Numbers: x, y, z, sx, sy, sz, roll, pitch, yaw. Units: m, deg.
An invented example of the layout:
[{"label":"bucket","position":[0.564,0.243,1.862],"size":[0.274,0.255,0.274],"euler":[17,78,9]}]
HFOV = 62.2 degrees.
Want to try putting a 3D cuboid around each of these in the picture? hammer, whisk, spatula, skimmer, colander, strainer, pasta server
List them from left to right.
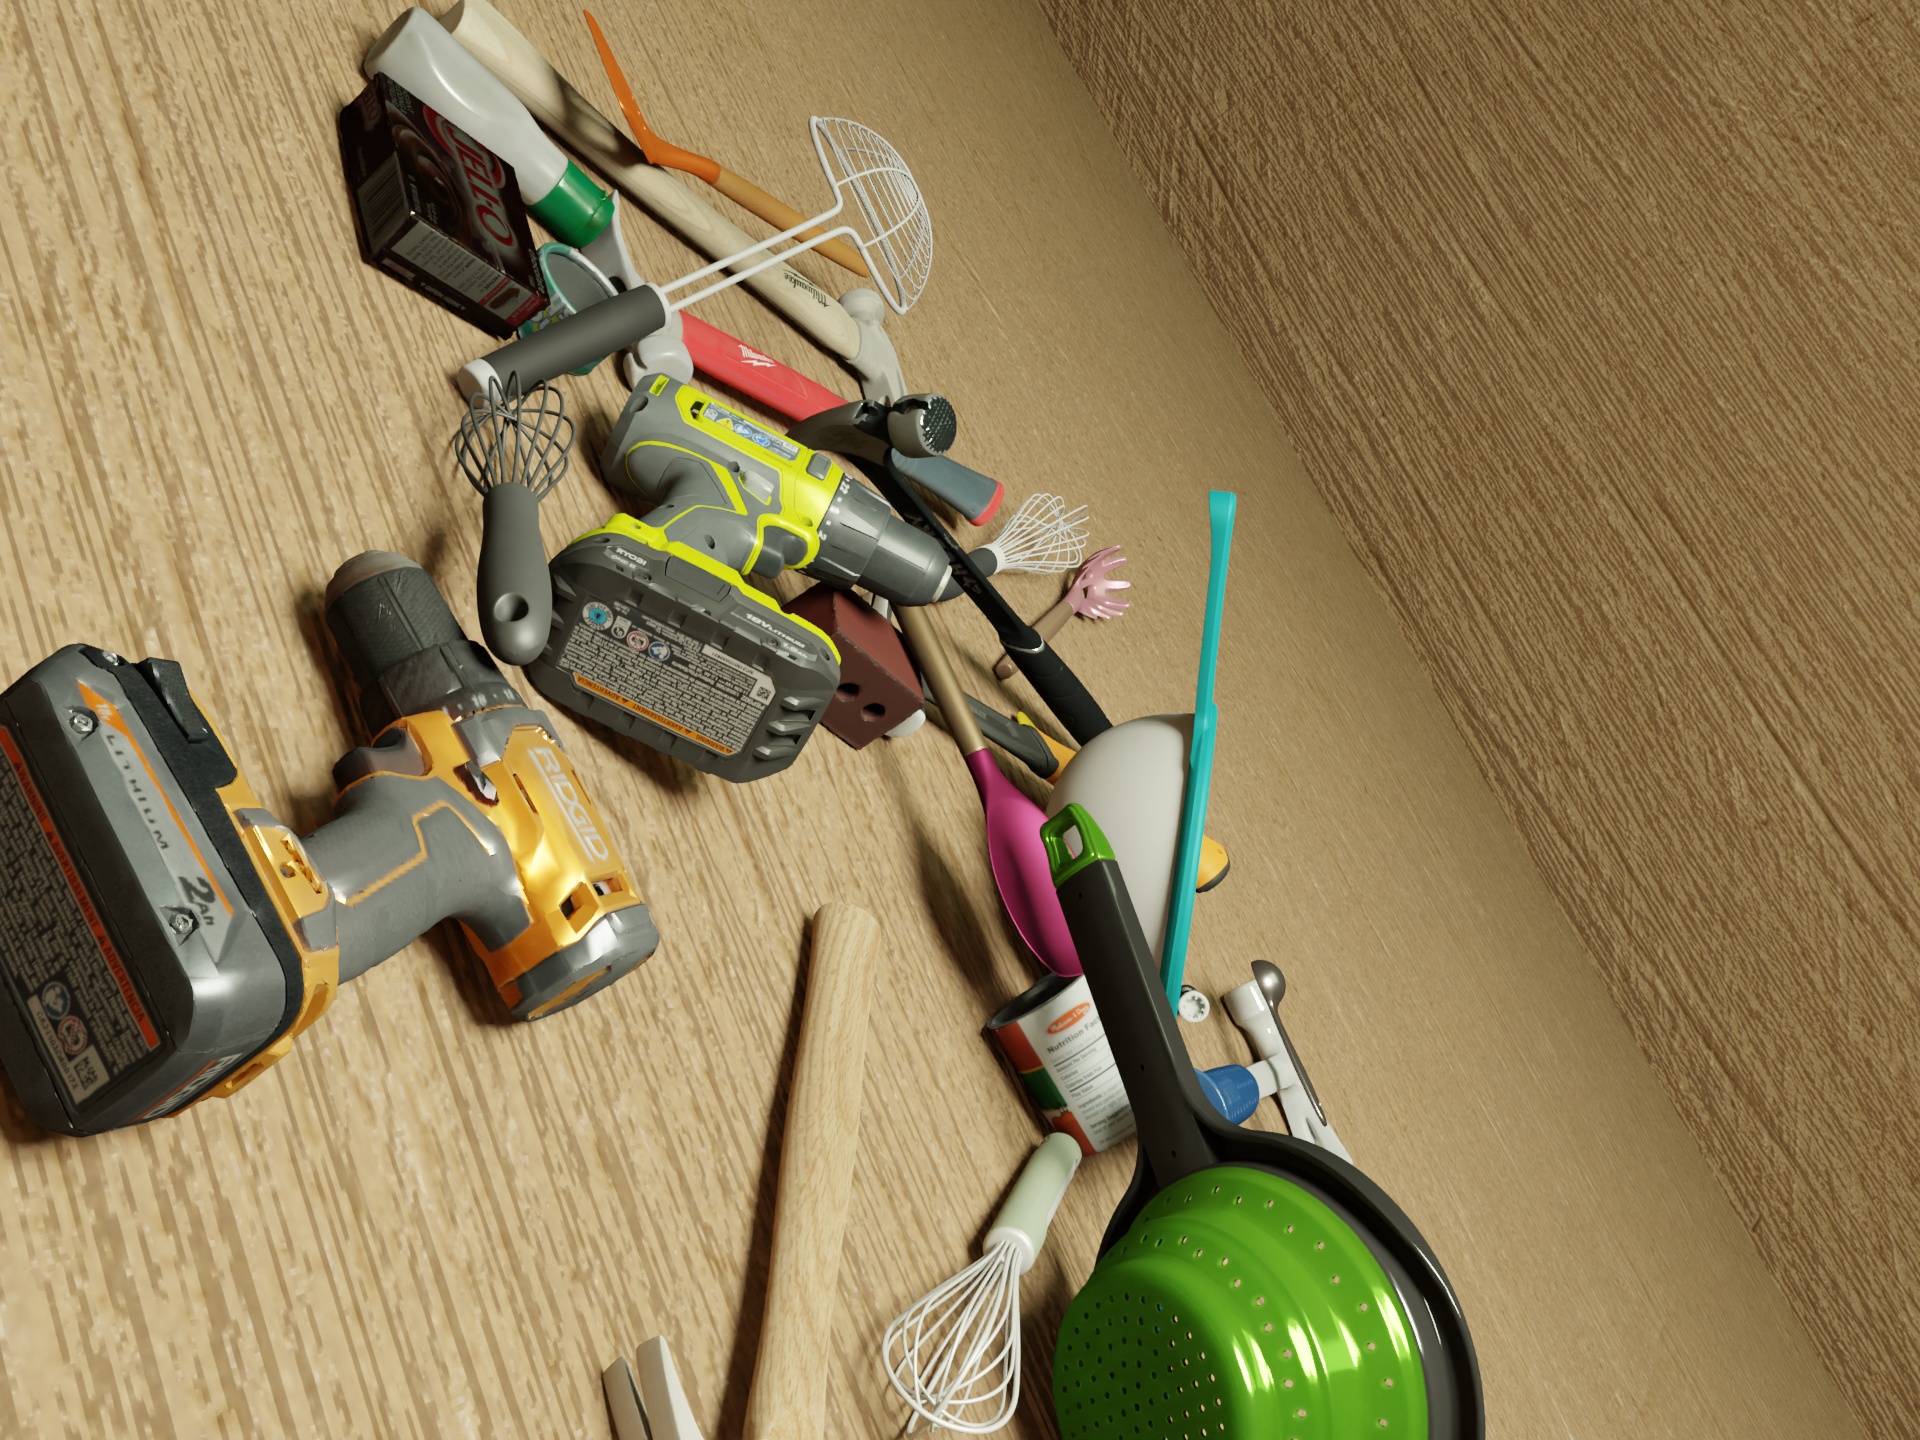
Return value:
[{"label":"whisk","position":[-0.186,-0.089,0.670],"size":[0.055,0.055,0.239],"euler":[41,15,-34]},{"label":"hammer","position":[-0.176,-0.332,1.076],"size":[0.410,0.038,0.146],"euler":[30,36,-47]},{"label":"skimmer","position":[-0.140,-0.244,0.892],"size":[0.363,0.090,0.127],"euler":[-39,110,-38]},{"label":"spatula","position":[-0.146,-0.367,1.079],"size":[0.322,0.041,0.081],"euler":[12,51,-59]},{"label":"hammer","position":[-0.061,0.188,0.634],"size":[0.130,0.031,0.332],"euler":[40,26,-22]},{"label":"hammer","position":[-0.095,-0.220,1.076],"size":[0.386,0.038,0.143],"euler":[19,43,-53]},{"label":"hammer","position":[0.026,-0.064,1.057],"size":[0.408,0.149,0.036],"euler":[48,57,-41]},{"label":"whisk","position":[0.034,-0.128,1.206],"size":[0.070,0.070,0.284],"euler":[57,28,0]},{"label":"whisk","position":[0.021,0.244,0.719],"size":[0.059,0.057,0.246],"euler":[29,16,10]},{"label":"hammer","position":[0.064,0.025,1.053],"size":[0.336,0.034,0.127],"euler":[33,33,-33]},{"label":"pasta server","position":[0.084,-0.083,1.272],"size":[0.316,0.040,0.060],"euler":[-45,127,-65]},{"label":"strainer","position":[0.097,0.029,0.924],"size":[0.211,0.095,0.340],"euler":[-65,160,-64]},{"label":"colander","position":[0.083,0.213,0.709],"size":[0.094,0.204,0.397],"euler":[7,53,-41]},{"label":"hammer","position":[0.178,0.228,0.969],"size":[0.144,0.035,0.405],"euler":[66,12,16]}]

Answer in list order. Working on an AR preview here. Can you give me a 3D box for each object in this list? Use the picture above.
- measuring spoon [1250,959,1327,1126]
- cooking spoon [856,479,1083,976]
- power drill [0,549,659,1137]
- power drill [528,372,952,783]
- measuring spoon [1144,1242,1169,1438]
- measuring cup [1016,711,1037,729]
[{"label":"measuring spoon","position":[0.226,0.214,1.069],"size":[0.034,0.018,0.124],"euler":[46,20,-52]},{"label":"cooking spoon","position":[-0.001,-0.003,0.884],"size":[0.068,0.017,0.319],"euler":[-4,62,-45]},{"label":"power drill","position":[-0.206,0.022,0.511],"size":[0.185,0.084,0.226],"euler":[59,19,9]},{"label":"power drill","position":[-0.101,-0.072,0.780],"size":[0.190,0.080,0.229],"euler":[27,31,-10]},{"label":"measuring spoon","position":[0.092,0.322,0.805],"size":[0.042,0.021,0.129],"euler":[46,35,-28]},{"label":"measuring cup","position":[0.094,0.050,1.129],"size":[0.156,0.029,0.062],"euler":[53,23,-14]}]
